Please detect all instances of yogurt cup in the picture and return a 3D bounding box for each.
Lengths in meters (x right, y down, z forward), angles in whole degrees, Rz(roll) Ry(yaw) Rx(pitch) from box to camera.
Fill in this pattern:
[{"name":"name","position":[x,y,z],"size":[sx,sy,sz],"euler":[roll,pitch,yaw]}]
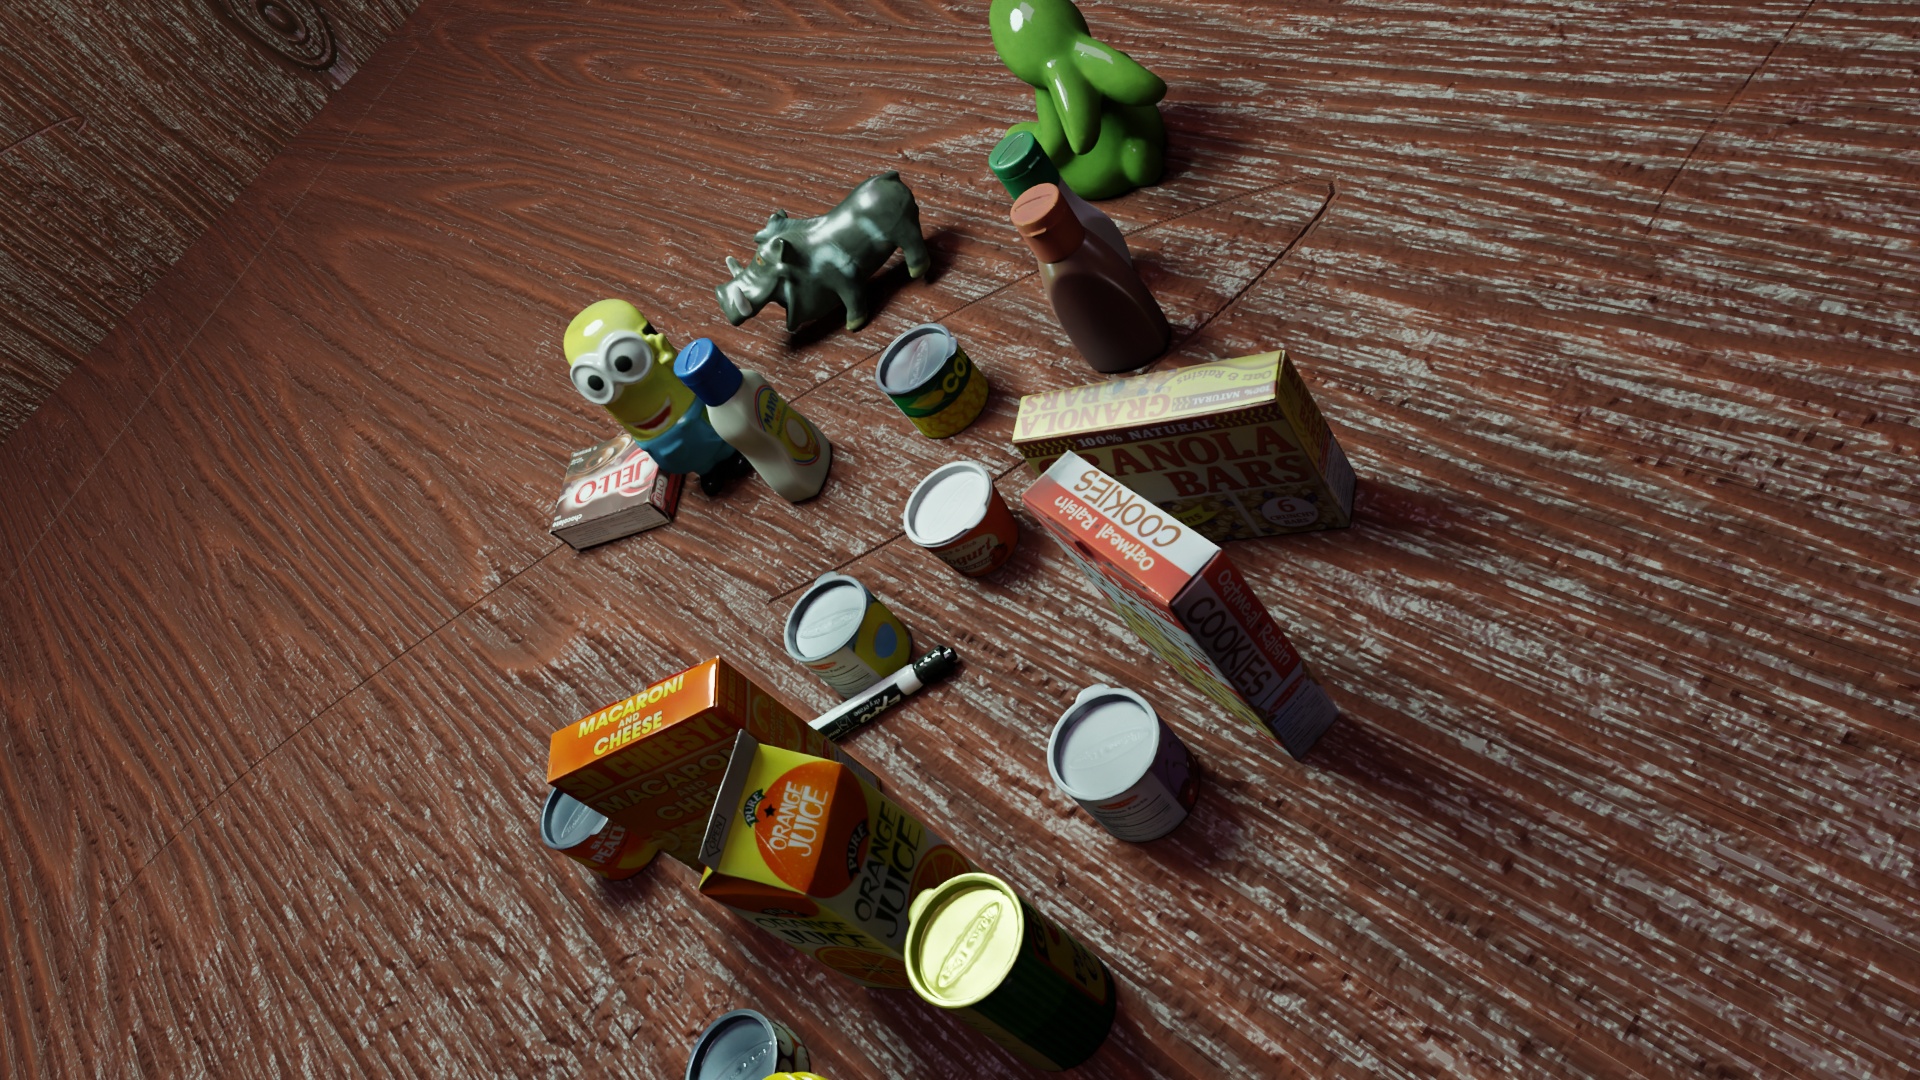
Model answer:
[{"name":"yogurt cup","position":[0.003,-0.012,0.938],"size":[0.072,0.053,0.073],"euler":[-20,47,23]}]

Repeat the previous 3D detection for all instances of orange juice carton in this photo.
[{"name":"orange juice carton","position":[-0.068,0.173,0.737],"size":[0.073,0.192,0.072],"euler":[-8,53,33]}]

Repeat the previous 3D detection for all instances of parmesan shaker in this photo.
[{"name":"parmesan shaker","position":[0.025,0.216,0.698],"size":[0.071,0.103,0.072],"euler":[-20,47,23]}]

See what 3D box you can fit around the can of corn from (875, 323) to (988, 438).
[{"name":"can of corn","position":[-0.018,-0.119,1.039],"size":[0.071,0.058,0.071],"euler":[-20,47,23]}]

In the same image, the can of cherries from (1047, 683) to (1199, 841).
[{"name":"can of cherries","position":[0.090,0.121,0.760],"size":[0.071,0.058,0.072],"euler":[-20,47,23]}]

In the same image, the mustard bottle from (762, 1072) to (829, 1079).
[{"name":"mustard bottle","position":[-0.059,0.287,0.662],"size":[0.065,0.160,0.049],"euler":[-13,50,29]}]

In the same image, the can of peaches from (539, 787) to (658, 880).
[{"name":"can of peaches","position":[-0.243,0.193,0.953],"size":[0.071,0.058,0.071],"euler":[-20,47,23]}]

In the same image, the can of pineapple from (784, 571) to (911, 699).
[{"name":"can of pineapple","position":[-0.074,0.064,0.932],"size":[0.071,0.057,0.071],"euler":[-20,47,23]}]

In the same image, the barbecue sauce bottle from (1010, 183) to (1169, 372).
[{"name":"barbecue sauce bottle","position":[0.085,-0.176,0.941],"size":[0.065,0.148,0.044],"euler":[-14,50,29]}]

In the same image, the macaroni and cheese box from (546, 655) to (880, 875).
[{"name":"macaroni and cheese box","position":[-0.144,0.144,0.838],"size":[0.123,0.166,0.040],"euler":[-26,45,19]}]

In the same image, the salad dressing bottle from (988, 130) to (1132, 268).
[{"name":"salad dressing bottle","position":[0.072,-0.227,0.992],"size":[0.064,0.147,0.044],"euler":[-51,42,-8]}]

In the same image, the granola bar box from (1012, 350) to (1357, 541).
[{"name":"granola bar box","position":[0.132,-0.047,0.817],"size":[0.165,0.124,0.039],"euler":[-7,53,33]}]

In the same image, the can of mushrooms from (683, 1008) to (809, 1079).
[{"name":"can of mushrooms","position":[-0.120,0.306,0.787],"size":[0.071,0.033,0.071],"euler":[-20,47,23]}]

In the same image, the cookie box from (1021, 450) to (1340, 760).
[{"name":"cookie box","position":[0.116,0.036,0.730],"size":[0.040,0.167,0.123],"euler":[-47,42,-4]}]

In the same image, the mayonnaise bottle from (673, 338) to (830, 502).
[{"name":"mayonnaise bottle","position":[-0.157,-0.093,1.056],"size":[0.041,0.147,0.065],"euler":[-15,49,28]}]
